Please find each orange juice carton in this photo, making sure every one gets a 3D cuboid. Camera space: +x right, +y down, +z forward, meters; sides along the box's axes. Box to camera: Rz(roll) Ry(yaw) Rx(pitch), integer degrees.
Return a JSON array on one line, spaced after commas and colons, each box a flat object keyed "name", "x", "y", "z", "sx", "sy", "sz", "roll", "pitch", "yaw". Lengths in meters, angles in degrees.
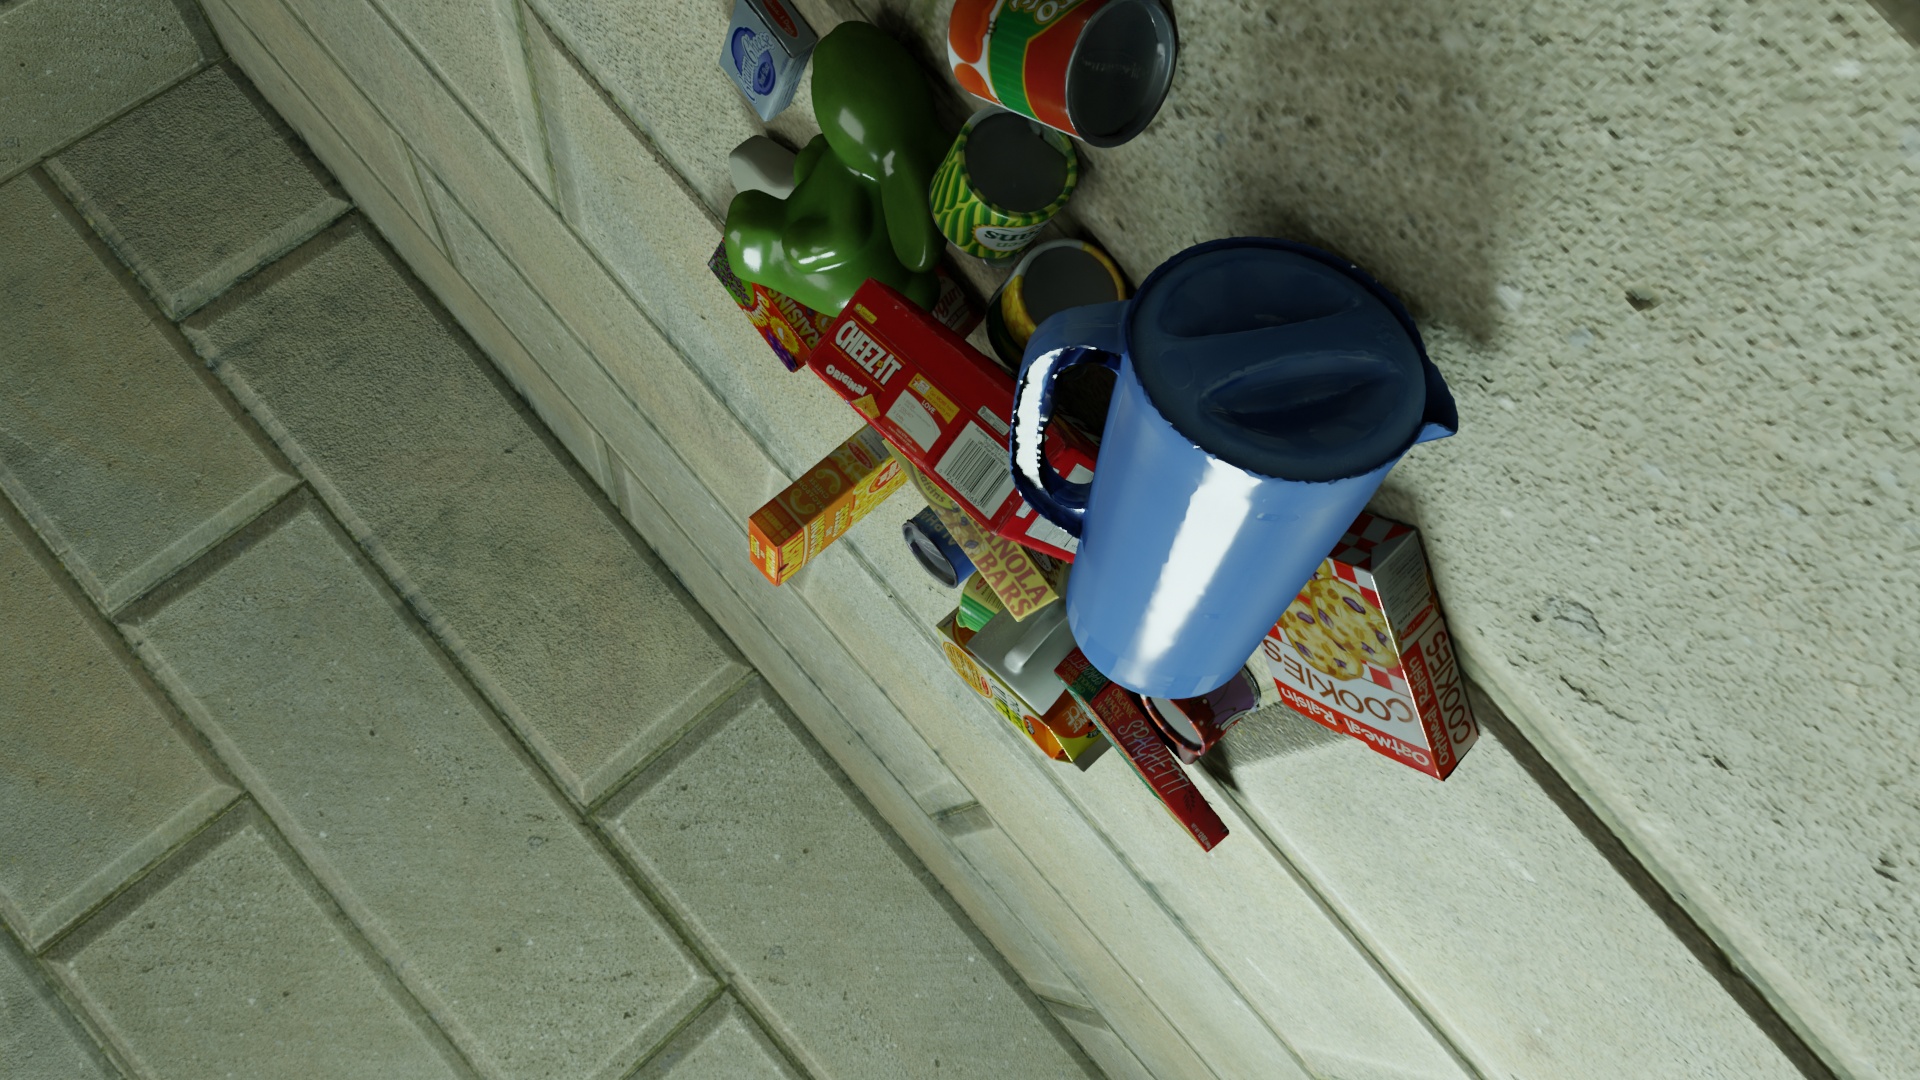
[{"name": "orange juice carton", "x": 0.070, "y": 0.130, "z": 1.275, "sx": 0.193, "sy": 0.072, "sz": 0.072, "roll": 40, "pitch": 160, "yaw": 30}]

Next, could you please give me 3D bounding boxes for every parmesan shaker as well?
[{"name": "parmesan shaker", "x": 0.054, "y": 0.069, "z": 1.188, "sx": 0.103, "sy": 0.071, "sz": 0.071, "roll": 31, "pitch": 154, "yaw": 47}]

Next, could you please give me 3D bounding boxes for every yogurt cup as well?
[{"name": "yogurt cup", "x": -0.022, "y": -0.149, "z": 0.939, "sx": 0.054, "sy": 0.072, "sz": 0.072, "roll": 43, "pitch": 163, "yaw": -5}]

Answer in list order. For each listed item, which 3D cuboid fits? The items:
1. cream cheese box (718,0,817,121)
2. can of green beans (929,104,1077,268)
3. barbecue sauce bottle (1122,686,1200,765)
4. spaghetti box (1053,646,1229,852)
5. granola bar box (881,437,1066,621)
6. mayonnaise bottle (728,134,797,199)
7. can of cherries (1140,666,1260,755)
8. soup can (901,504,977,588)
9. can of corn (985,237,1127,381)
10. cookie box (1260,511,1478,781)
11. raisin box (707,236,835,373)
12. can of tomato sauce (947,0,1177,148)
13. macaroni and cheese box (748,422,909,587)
[{"name": "cream cheese box", "x": -0.127, "y": -0.320, "z": 0.909, "sx": 0.053, "sy": 0.024, "sz": 0.103, "roll": 52, "pitch": 163, "yaw": -5}, {"name": "can of green beans", "x": 0.022, "y": -0.190, "z": 0.738, "sx": 0.071, "sy": 0.071, "sz": 0.057, "roll": 51, "pitch": 162, "yaw": -2}, {"name": "barbecue sauce bottle", "x": 0.142, "y": 0.111, "z": 1.105, "sx": 0.149, "sy": 0.044, "sz": 0.064, "roll": 45, "pitch": 166, "yaw": 18}, {"name": "spaghetti box", "x": 0.146, "y": 0.168, "z": 1.092, "sx": 0.050, "sy": 0.029, "sz": 0.249, "roll": 42, "pitch": 173, "yaw": 48}, {"name": "granola bar box", "x": 0.015, "y": -0.033, "z": 1.025, "sx": 0.165, "sy": 0.039, "sz": 0.125, "roll": 53, "pitch": -163, "yaw": -10}, {"name": "mayonnaise bottle", "x": -0.107, "y": -0.243, "z": 0.993, "sx": 0.148, "sy": 0.041, "sz": 0.064, "roll": 34, "pitch": 158, "yaw": 40}, {"name": "can of cherries", "x": 0.175, "y": 0.115, "z": 1.007, "sx": 0.071, "sy": 0.058, "sz": 0.071, "roll": 44, "pitch": 161, "yaw": 19}, {"name": "soup can", "x": 0.004, "y": -0.014, "z": 1.118, "sx": 0.071, "sy": 0.084, "sz": 0.071, "roll": 43, "pitch": 161, "yaw": 19}, {"name": "can of corn", "x": 0.055, "y": -0.128, "z": 0.784, "sx": 0.071, "sy": 0.071, "sz": 0.058, "roll": 50, "pitch": 162, "yaw": -1}, {"name": "cookie box", "x": 0.218, "y": 0.050, "z": 0.795, "sx": 0.123, "sy": 0.040, "sz": 0.166, "roll": 27, "pitch": 151, "yaw": 51}, {"name": "raisin box", "x": -0.160, "y": -0.209, "z": 1.195, "sx": 0.123, "sy": 0.040, "sz": 0.086, "roll": 52, "pitch": 162, "yaw": -9}, {"name": "can of tomato sauce", "x": 0.044, "y": -0.222, "z": 0.621, "sx": 0.083, "sy": 0.071, "sz": 0.071, "roll": 36, "pitch": 158, "yaw": 39}, {"name": "macaroni and cheese box", "x": -0.107, "y": -0.039, "z": 1.199, "sx": 0.040, "sy": 0.167, "sz": 0.123, "roll": 47, "pitch": 162, "yaw": 8}]
